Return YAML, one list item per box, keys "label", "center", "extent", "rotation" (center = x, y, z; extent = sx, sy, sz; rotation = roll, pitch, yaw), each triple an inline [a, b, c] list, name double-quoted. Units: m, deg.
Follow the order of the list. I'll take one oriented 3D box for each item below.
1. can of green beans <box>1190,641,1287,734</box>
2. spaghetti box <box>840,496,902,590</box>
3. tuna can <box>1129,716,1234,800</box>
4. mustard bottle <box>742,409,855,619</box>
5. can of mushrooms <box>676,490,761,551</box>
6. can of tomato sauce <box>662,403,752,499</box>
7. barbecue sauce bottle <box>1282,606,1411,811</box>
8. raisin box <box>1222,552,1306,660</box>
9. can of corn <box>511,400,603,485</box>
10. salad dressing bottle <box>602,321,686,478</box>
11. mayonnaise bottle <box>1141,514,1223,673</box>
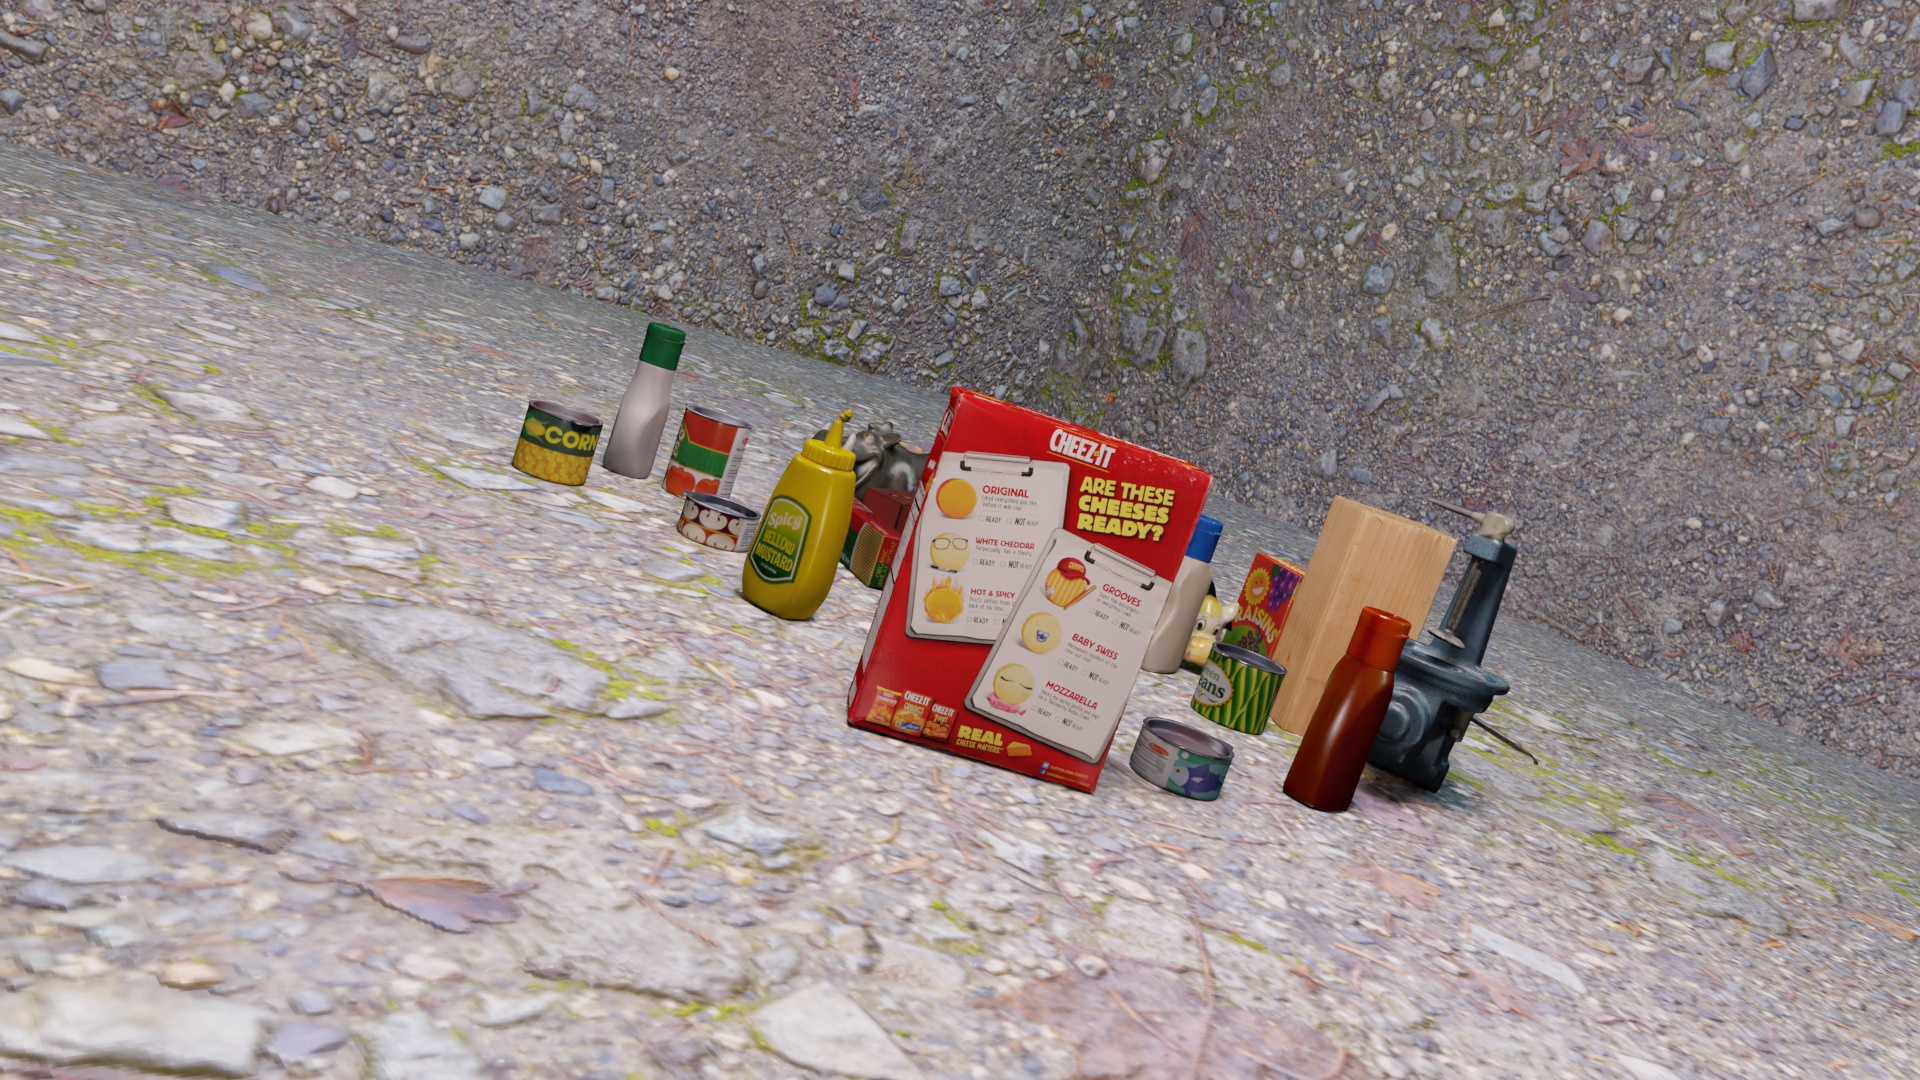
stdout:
- label: "can of green beans"
  center: [0.235, 0.125, 1.180]
  extent: [0.071, 0.057, 0.071]
  rotation: [19, 9, -3]
- label: "spaghetti box"
  center: [-0.111, -0.015, 1.320]
  extent: [0.029, 0.050, 0.250]
  rotation: [14, 10, -28]
- label: "tuna can"
  center: [0.153, 0.150, 0.954]
  extent: [0.071, 0.032, 0.071]
  rotation: [19, 9, -3]
- label: "mustard bottle"
  center: [-0.112, -0.023, 1.030]
  extent: [0.065, 0.160, 0.049]
  rotation: [24, 10, 30]
- label: "can of mushrooms"
  center: [-0.209, -0.017, 1.191]
  extent: [0.071, 0.033, 0.071]
  rotation: [19, 9, -3]
- label: "can of tomato sauce"
  center: [-0.246, -0.082, 1.338]
  extent: [0.071, 0.083, 0.071]
  rotation: [19, 9, -3]
- label: "barbecue sauce bottle"
  center: [0.286, 0.123, 1.016]
  extent: [0.044, 0.148, 0.065]
  rotation: [27, 12, 41]
- label: "raisin box"
  center: [0.302, 0.083, 1.351]
  extent: [0.040, 0.123, 0.086]
  rotation: [16, 10, -21]
- label: "can of corn"
  center: [-0.353, -0.085, 1.220]
  extent: [0.071, 0.058, 0.071]
  rotation: [19, 9, -3]
- label: "salad dressing bottle"
  center: [-0.301, -0.135, 1.334]
  extent: [0.044, 0.147, 0.064]
  rotation: [20, 9, 6]
- label: "mayonnaise bottle"
  center: [0.199, 0.048, 1.275]
  extent: [0.041, 0.147, 0.065]
  rotation: [26, 11, 39]
